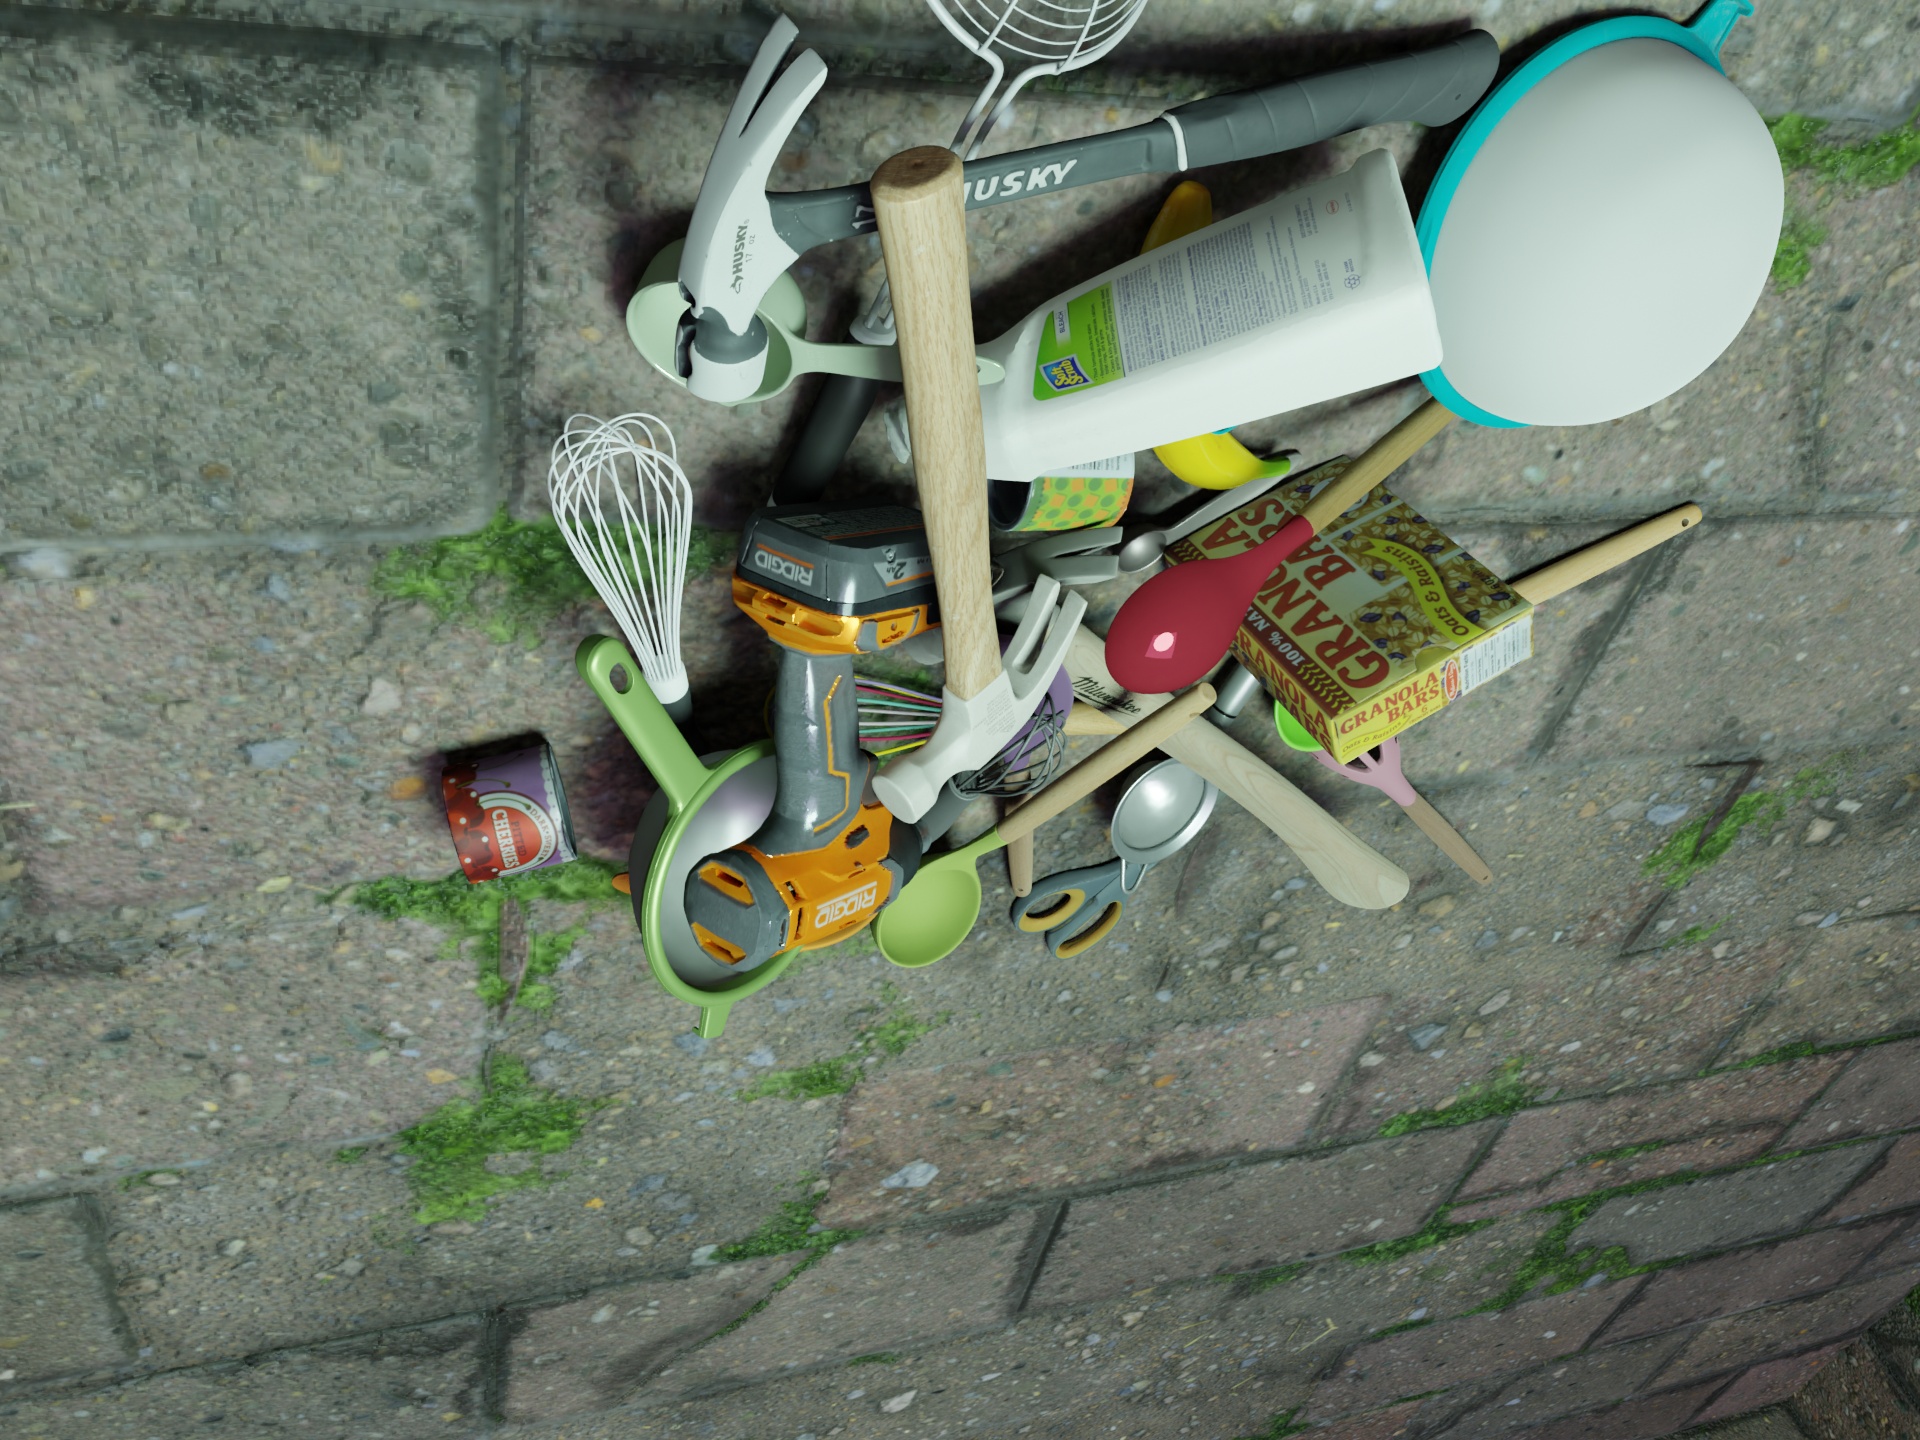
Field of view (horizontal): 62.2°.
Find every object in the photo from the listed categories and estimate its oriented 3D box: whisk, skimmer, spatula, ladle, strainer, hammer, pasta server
[{"bbox_3d":[-0.156,-0.042,0.818,0.070,0.070,0.284,-15,141,-10],"label":"whisk"},{"bbox_3d":[-0.023,-0.238,0.700,0.127,0.090,0.363,-1,143,-32],"label":"skimmer"},{"bbox_3d":[0.037,0.037,0.959,0.060,0.018,0.315,10,151,9],"label":"spatula"},{"bbox_3d":[0.004,0.039,0.915,0.055,0.055,0.239,-3,162,-22],"label":"whisk"},{"bbox_3d":[0.197,-0.116,0.840,0.315,0.031,0.069,-40,128,-19],"label":"ladle"},{"bbox_3d":[0.278,-0.202,0.776,0.340,0.095,0.210,-26,131,-13],"label":"strainer"},{"bbox_3d":[-0.151,0.041,0.831,0.151,0.069,0.256,-53,142,-26],"label":"strainer"},{"bbox_3d":[0.045,0.066,0.937,0.078,0.062,0.320,2,153,-37],"label":"ladle"},{"bbox_3d":[0.156,0.018,0.946,0.146,0.038,0.410,-19,140,41],"label":"hammer"},{"bbox_3d":[-0.001,-0.005,0.937,0.245,0.047,0.051,0,145,-30],"label":"whisk"},{"bbox_3d":[0.331,0.059,1.162,0.060,0.040,0.315,-38,140,15],"label":"pasta server"},{"bbox_3d":[0.000,-0.092,0.681,0.130,0.031,0.331,-41,149,-24],"label":"hammer"},{"bbox_3d":[0.074,-0.241,0.656,0.409,0.036,0.149,-22,155,-26],"label":"hammer"},{"bbox_3d":[0.161,0.000,1.015,0.086,0.050,0.258,9,123,-40],"label":"strainer"}]

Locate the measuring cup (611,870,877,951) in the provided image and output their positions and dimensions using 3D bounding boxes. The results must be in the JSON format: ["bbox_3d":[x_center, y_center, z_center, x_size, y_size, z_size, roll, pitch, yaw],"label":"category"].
[{"bbox_3d":[-0.130,0.089,0.963,0.173,0.052,0.095,10,128,-29],"label":"measuring cup"}]

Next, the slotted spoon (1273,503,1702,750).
[{"bbox_3d":[0.340,-0.068,1.033,0.314,0.031,0.070,-26,114,-2],"label":"slotted spoon"}]

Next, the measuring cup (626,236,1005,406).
[{"bbox_3d":[-0.060,-0.172,0.691,0.167,0.038,0.083,8,152,8],"label":"measuring cup"}]

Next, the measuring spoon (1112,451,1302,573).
[{"bbox_3d":[0.138,-0.123,0.901,0.124,0.018,0.034,-30,151,-3],"label":"measuring spoon"}]

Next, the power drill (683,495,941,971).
[{"bbox_3d":[-0.056,0.005,0.818,0.164,0.084,0.226,-17,123,-53],"label":"power drill"}]
